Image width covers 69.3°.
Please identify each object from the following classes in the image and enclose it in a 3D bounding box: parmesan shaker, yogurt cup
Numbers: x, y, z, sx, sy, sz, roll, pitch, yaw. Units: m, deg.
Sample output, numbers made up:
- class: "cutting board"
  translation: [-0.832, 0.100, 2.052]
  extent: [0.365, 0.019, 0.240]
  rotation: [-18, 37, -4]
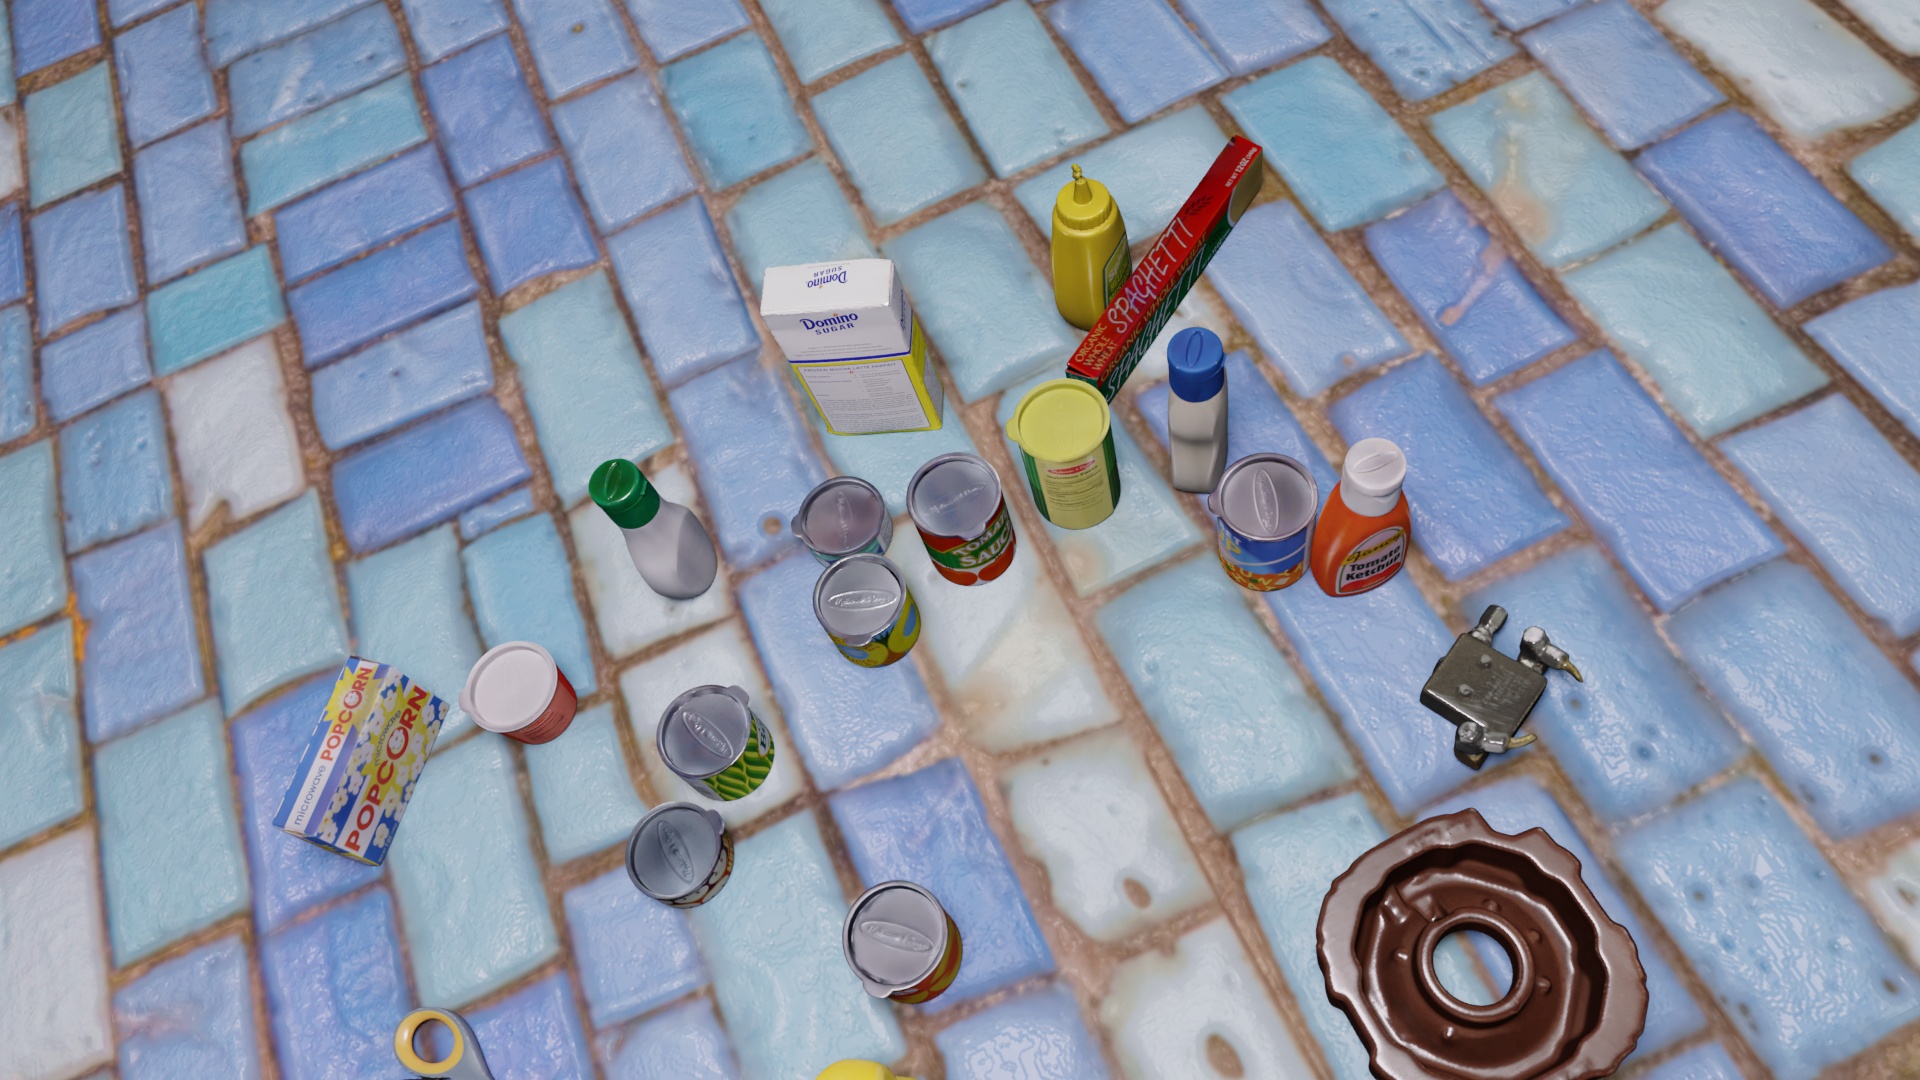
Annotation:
- class: "parmesan shaker"
  translation: [0.074, -0.059, 0.983]
  extent: [0.071, 0.102, 0.071]
  rotation: [-5, 63, 9]
- class: "yogurt cup"
  translation: [-0.312, 0.113, 0.997]
  extent: [0.072, 0.053, 0.072]
  rotation: [-4, 63, 9]

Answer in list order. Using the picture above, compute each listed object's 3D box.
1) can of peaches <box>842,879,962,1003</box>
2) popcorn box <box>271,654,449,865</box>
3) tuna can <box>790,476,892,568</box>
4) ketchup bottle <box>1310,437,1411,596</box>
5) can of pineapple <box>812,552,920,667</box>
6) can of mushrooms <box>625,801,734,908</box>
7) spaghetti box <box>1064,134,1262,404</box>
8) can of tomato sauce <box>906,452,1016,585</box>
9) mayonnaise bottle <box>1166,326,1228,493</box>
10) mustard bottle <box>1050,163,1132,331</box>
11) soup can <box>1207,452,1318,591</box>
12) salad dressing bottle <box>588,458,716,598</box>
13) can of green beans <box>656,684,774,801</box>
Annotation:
- class: "can of peaches"
  translation: [-0.036, 0.254, 0.869]
  extent: [0.071, 0.058, 0.071]
  rotation: [-4, 63, 9]
- class: "popcorn box"
  translation: [-0.420, 0.156, 0.978]
  extent: [0.038, 0.085, 0.127]
  rotation: [9, 65, 15]
- class: "tuna can"
  translation: [-0.087, -0.011, 1.029]
  extent: [0.071, 0.032, 0.071]
  rotation: [-4, 63, 9]
- class: "ketchup bottle"
  translation: [0.261, -0.015, 0.898]
  extent: [0.065, 0.148, 0.044]
  rotation: [-23, 62, -1]
- class: "can of pineapple"
  translation: [-0.066, 0.051, 0.979]
  extent: [0.071, 0.057, 0.071]
  rotation: [-4, 63, 9]
- class: "can of mushrooms"
  translation: [-0.186, 0.210, 0.934]
  extent: [0.071, 0.033, 0.071]
  rotation: [-4, 63, 9]
- class: "spaghetti box"
  translation: [0.160, -0.207, 1.072]
  extent: [0.029, 0.050, 0.251]
  rotation: [29, 72, 23]
- class: "can of tomato sauce"
  translation: [0.004, -0.012, 0.984]
  extent: [0.071, 0.082, 0.071]
  rotation: [-4, 63, 9]
- class: "mayonnaise bottle"
  translation: [0.163, -0.091, 0.957]
  extent: [0.041, 0.147, 0.065]
  rotation: [8, 66, 15]
- class: "mustard bottle"
  translation: [0.095, -0.220, 1.029]
  extent: [0.049, 0.159, 0.065]
  rotation: [21, 69, 20]
- class: "soup can"
  translation: [0.205, -0.011, 0.944]
  extent: [0.071, 0.083, 0.071]
  rotation: [-4, 63, 9]
- class: "salad dressing bottle"
  translation: [-0.218, -0.008, 0.988]
  extent: [0.044, 0.147, 0.064]
  rotation: [1, 64, 12]
- class: "can of green beans"
  translation: [-0.167, 0.140, 0.953]
  extent: [0.071, 0.057, 0.071]
  rotation: [-4, 63, 9]
